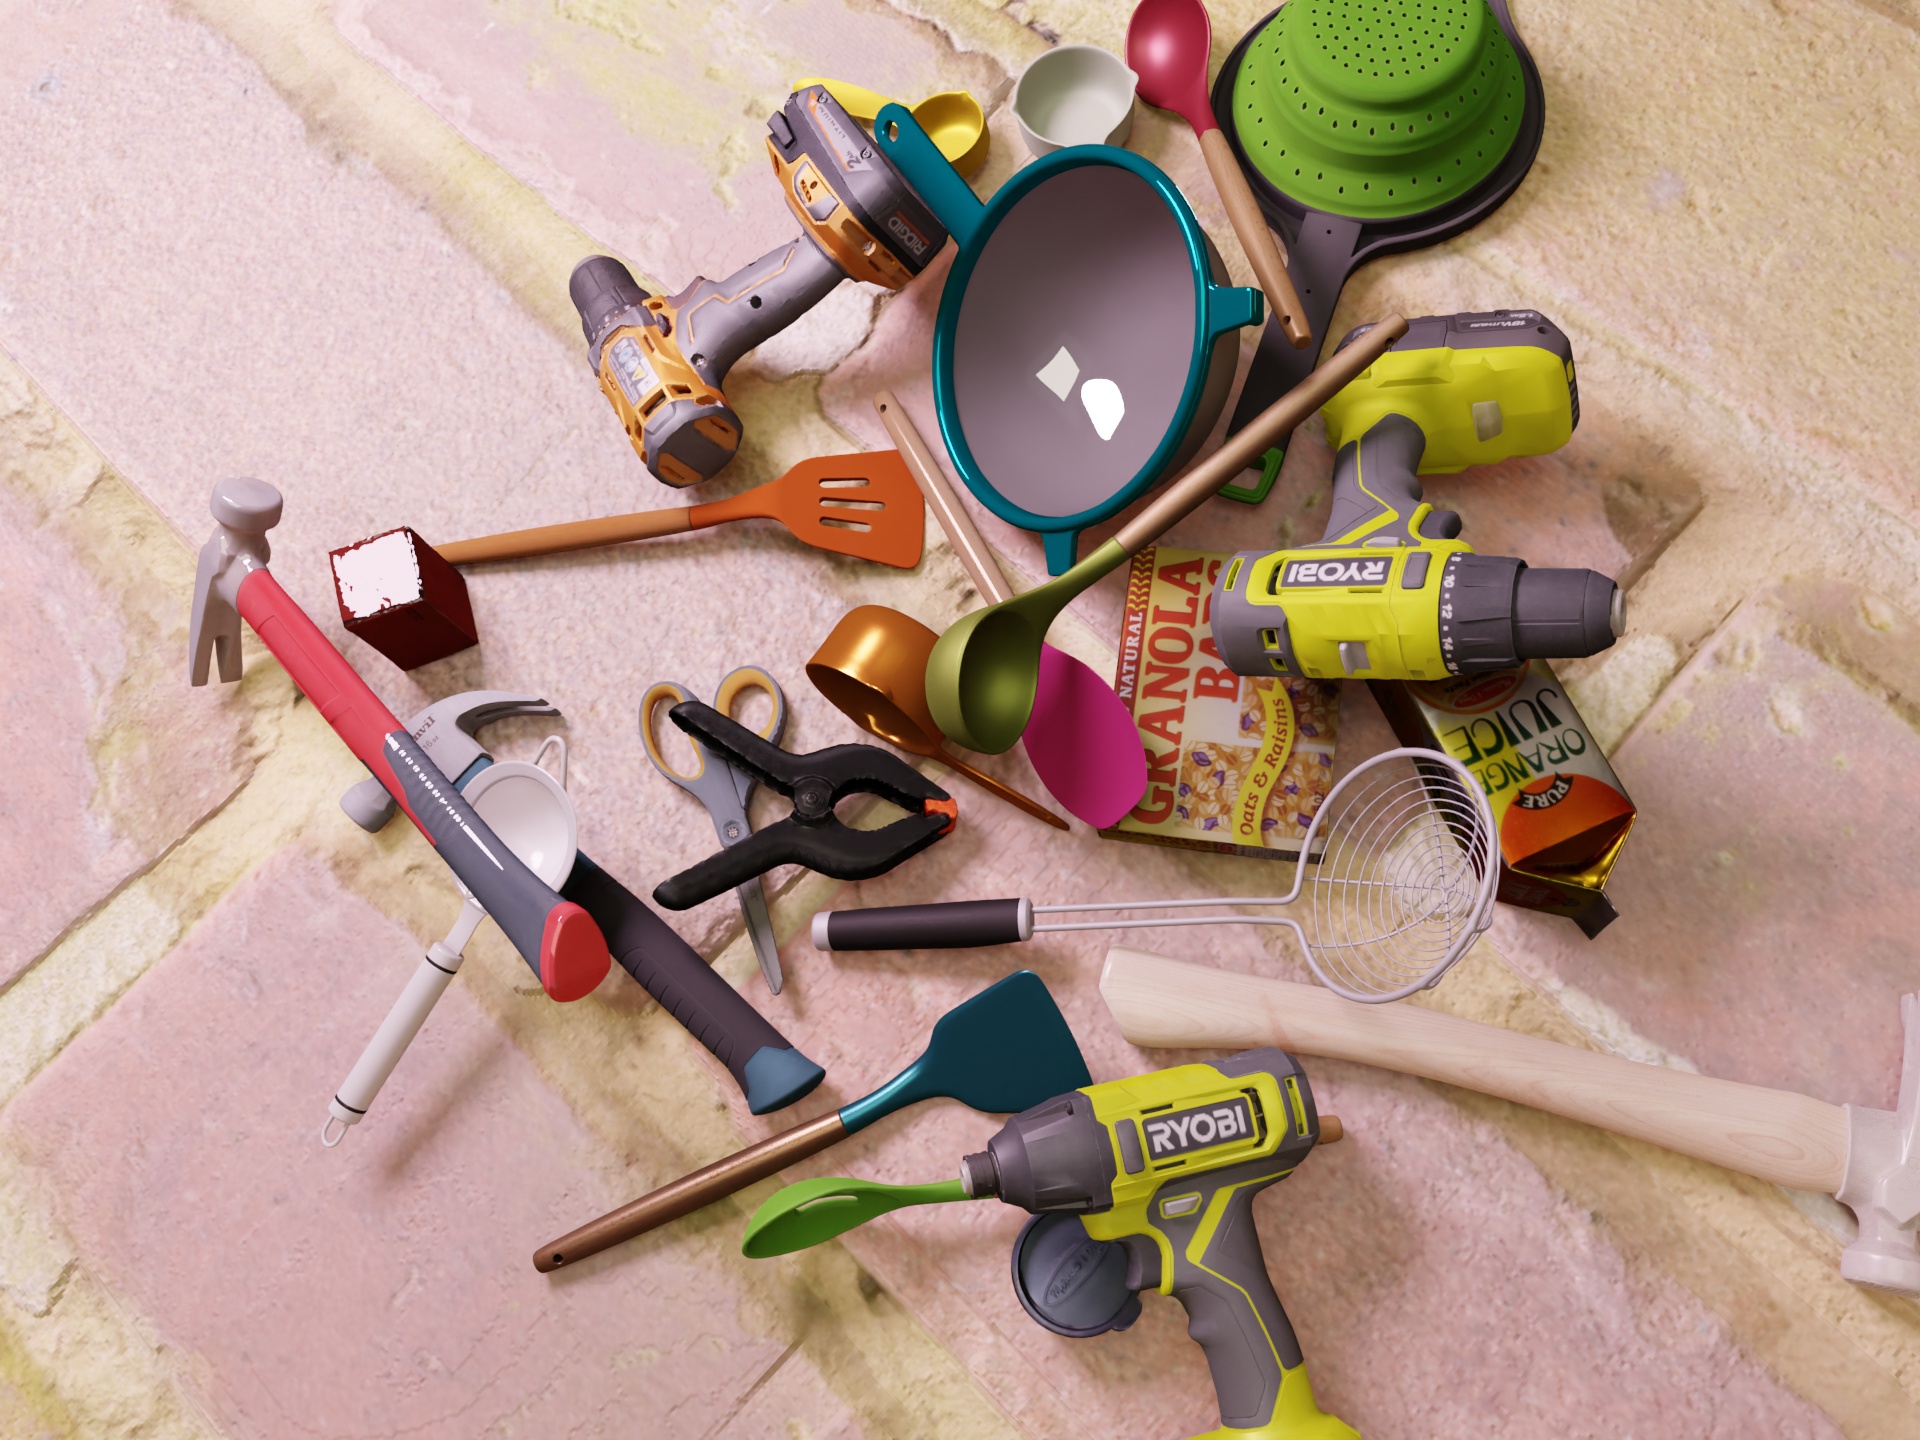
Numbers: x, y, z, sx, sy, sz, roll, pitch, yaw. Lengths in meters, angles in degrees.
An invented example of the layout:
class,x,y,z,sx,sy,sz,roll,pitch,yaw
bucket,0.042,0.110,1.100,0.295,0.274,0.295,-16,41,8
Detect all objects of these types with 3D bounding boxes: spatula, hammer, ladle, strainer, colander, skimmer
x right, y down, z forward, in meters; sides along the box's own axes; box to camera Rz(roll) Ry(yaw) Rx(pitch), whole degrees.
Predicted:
class,x,y,z,sx,sy,sz,roll,pitch,yaw
spatula,-0.184,-0.116,0.978,0.322,0.041,0.081,-7,70,11
hammer,-0.319,0.026,0.874,0.387,0.038,0.143,42,124,27
ladle,0.111,-0.100,0.825,0.320,0.078,0.062,-39,48,3
hammer,-0.207,0.104,0.906,0.331,0.033,0.128,40,84,17
strainer,0.056,-0.257,0.939,0.211,0.095,0.341,-55,52,33
colander,0.224,-0.318,0.937,0.204,0.094,0.397,18,76,14
hammer,0.276,0.165,0.811,0.411,0.038,0.146,12,74,12
strainer,-0.279,0.123,0.876,0.087,0.050,0.258,32,88,22
spatula,-0.086,0.226,0.843,0.317,0.044,0.082,-26,98,2
skimmer,0.085,0.087,0.811,0.363,0.090,0.127,-5,61,17
ladle,0.156,-0.331,0.943,0.031,0.069,0.316,11,49,-31

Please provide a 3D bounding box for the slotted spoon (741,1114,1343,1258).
class,x,y,z,sx,sy,sz,roll,pitch,yaw
slotted spoon,0.042,0.235,0.820,0.313,0.070,0.031,-9,57,0

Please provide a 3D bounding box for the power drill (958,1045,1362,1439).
class,x,y,z,sx,sy,sz,roll,pitch,yaw
power drill,0.100,0.281,0.751,0.171,0.080,0.223,-10,79,-12

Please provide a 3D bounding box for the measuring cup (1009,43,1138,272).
class,x,y,z,sx,sy,sz,roll,pitch,yaw
measuring cup,0.083,-0.345,0.999,0.083,0.038,0.168,-14,73,4

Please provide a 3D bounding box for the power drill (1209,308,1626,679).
class,x,y,z,sx,sy,sz,roll,pitch,yaw
power drill,0.248,-0.111,0.819,0.190,0.080,0.229,2,49,30

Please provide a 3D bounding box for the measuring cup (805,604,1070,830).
class,x,y,z,sx,sy,sz,roll,pitch,yaw
measuring cup,-0.001,-0.003,0.892,0.173,0.095,0.052,32,75,-2

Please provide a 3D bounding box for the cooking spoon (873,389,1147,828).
class,x,y,z,sx,sy,sz,roll,pitch,yaw
cooking spoon,0.020,-0.076,0.910,0.068,0.017,0.319,-46,59,30

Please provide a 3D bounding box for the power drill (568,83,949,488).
class,x,y,z,sx,sy,sz,roll,pitch,yaw
power drill,-0.138,-0.275,0.968,0.226,0.084,0.186,-41,58,13

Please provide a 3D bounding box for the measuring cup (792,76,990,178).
class,x,y,z,sx,sy,sz,roll,pitch,yaw
measuring cup,-0.047,-0.393,1.045,0.157,0.029,0.062,28,81,28
